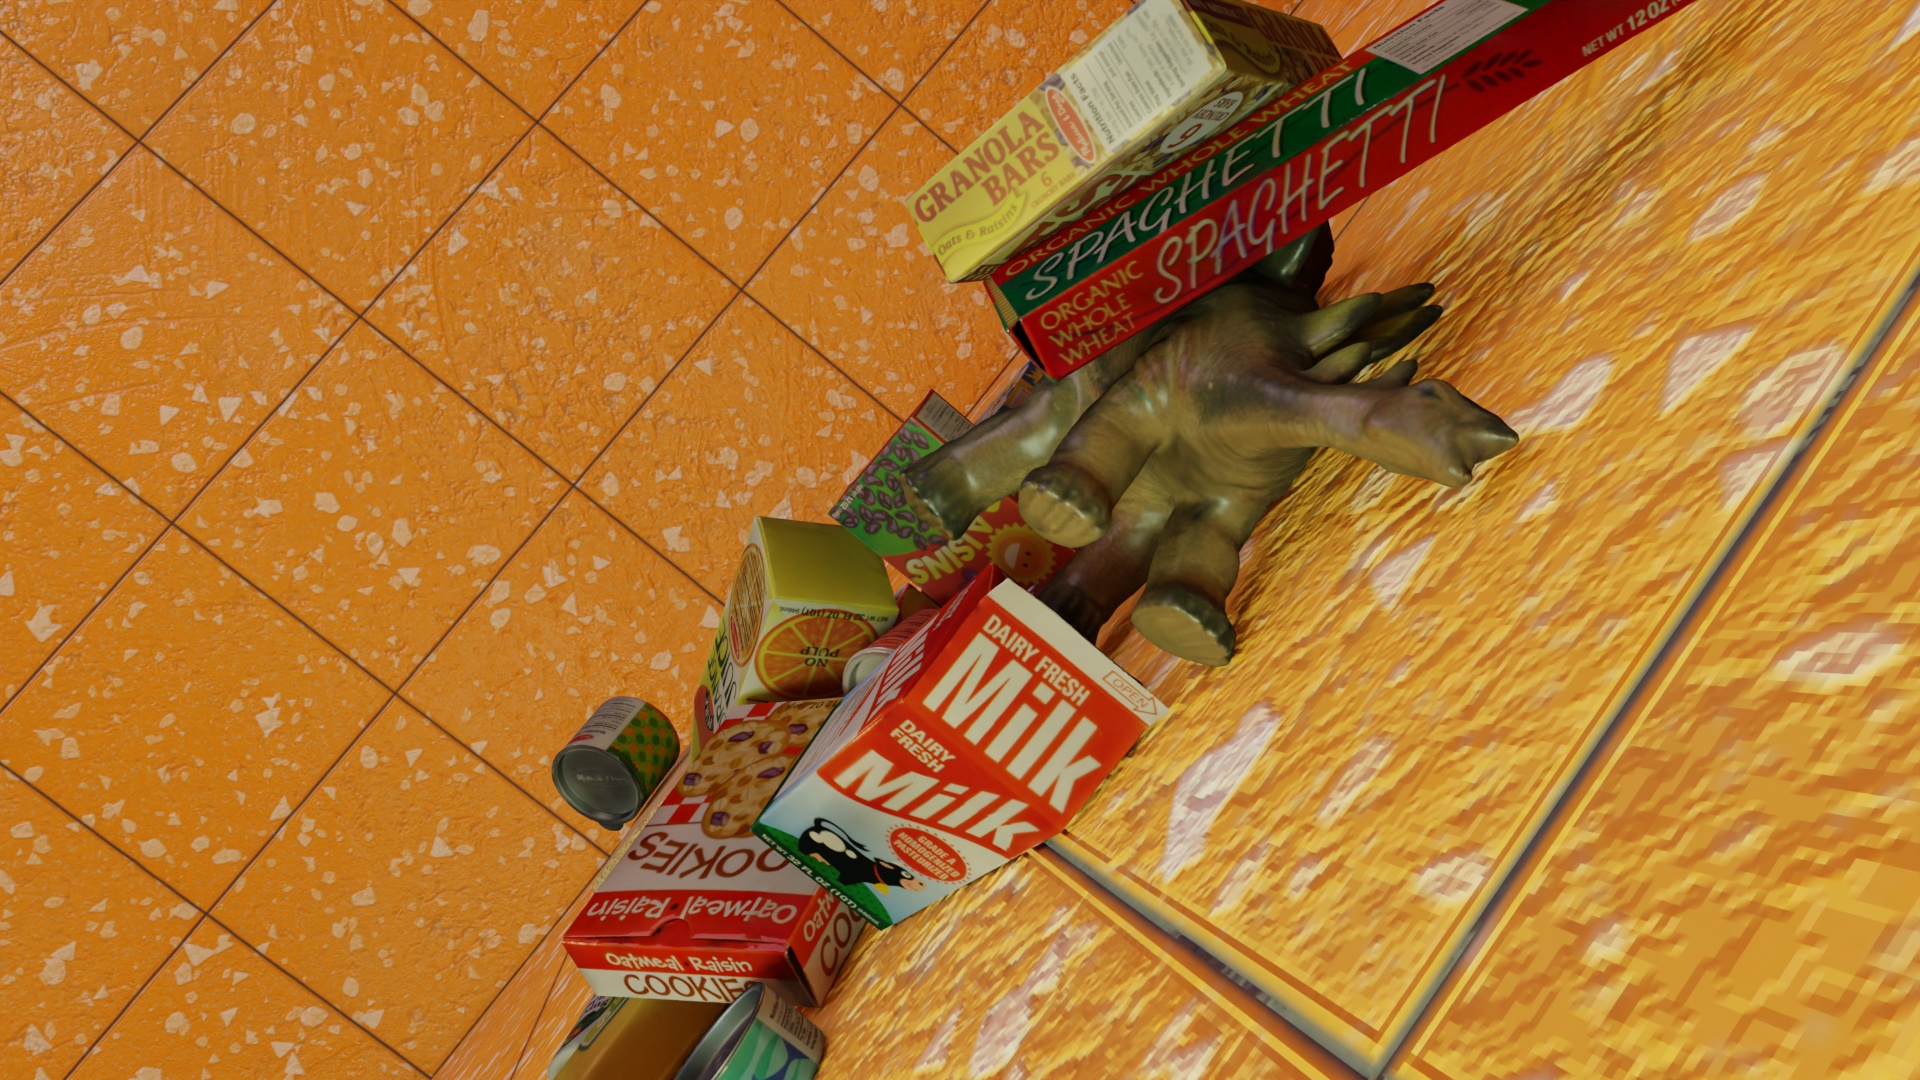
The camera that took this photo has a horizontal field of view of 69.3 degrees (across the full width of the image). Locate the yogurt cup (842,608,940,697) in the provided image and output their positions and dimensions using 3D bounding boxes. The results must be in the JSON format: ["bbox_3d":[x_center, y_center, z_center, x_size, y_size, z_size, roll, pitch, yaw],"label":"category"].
[{"bbox_3d":[-0.020,0.072,0.727,0.072,0.072,0.054,-46,0,43],"label":"yogurt cup"}]

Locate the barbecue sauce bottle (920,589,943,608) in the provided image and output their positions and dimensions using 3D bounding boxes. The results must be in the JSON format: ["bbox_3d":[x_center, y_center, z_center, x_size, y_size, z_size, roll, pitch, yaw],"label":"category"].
[{"bbox_3d":[0.008,0.022,0.903,0.148,0.044,0.065,-48,-9,32],"label":"barbecue sauce bottle"}]

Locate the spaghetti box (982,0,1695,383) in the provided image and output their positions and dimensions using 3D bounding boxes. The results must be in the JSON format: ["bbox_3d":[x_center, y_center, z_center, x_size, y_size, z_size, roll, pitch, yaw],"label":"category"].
[{"bbox_3d":[0.123,-0.134,0.463,0.250,0.028,0.050,-31,31,5],"label":"spaghetti box"}]

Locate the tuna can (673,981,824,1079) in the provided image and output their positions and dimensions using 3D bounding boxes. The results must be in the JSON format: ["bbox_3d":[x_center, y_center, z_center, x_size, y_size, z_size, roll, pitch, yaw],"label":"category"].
[{"bbox_3d":[-0.085,0.206,0.523,0.071,0.033,0.071,-50,6,7],"label":"tuna can"}]

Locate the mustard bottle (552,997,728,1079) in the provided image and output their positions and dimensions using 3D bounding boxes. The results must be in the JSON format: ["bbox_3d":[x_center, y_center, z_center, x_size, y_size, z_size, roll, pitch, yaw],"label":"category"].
[{"bbox_3d":[-0.175,0.271,0.722,0.160,0.049,0.065,-52,3,-11],"label":"mustard bottle"}]

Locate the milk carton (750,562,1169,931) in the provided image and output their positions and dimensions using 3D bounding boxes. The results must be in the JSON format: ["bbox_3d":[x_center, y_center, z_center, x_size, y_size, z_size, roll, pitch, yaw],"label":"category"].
[{"bbox_3d":[-0.001,0.075,0.517,0.189,0.072,0.074,-45,8,50],"label":"milk carton"}]

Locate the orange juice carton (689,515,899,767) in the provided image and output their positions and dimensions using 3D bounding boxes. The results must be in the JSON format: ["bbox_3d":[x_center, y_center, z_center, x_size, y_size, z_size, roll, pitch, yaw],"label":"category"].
[{"bbox_3d":[-0.104,0.083,0.802,0.073,0.072,0.191,-111,36,-48],"label":"orange juice carton"}]

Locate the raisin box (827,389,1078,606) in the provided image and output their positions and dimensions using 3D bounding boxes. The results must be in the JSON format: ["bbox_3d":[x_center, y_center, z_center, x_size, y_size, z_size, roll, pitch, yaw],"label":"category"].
[{"bbox_3d":[0.003,-0.010,0.758,0.085,0.123,0.040,-47,7,32],"label":"raisin box"}]

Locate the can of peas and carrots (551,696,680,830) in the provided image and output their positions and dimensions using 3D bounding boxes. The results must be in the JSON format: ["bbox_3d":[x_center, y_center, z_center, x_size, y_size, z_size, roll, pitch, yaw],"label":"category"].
[{"bbox_3d":[-0.230,0.150,0.938,0.070,0.071,0.059,-47,7,34],"label":"can of peas and carrots"}]

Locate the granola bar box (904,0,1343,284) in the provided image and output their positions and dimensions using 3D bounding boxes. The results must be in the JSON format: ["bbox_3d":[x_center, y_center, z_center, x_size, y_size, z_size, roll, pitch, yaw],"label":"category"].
[{"bbox_3d":[0.073,-0.150,0.532,0.124,0.039,0.166,-32,-5,33],"label":"granola bar box"}]

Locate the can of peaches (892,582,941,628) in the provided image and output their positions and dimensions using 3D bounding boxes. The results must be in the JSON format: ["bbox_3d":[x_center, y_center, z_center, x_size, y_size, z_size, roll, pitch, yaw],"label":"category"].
[{"bbox_3d":[-0.031,0.069,0.845,0.071,0.058,0.071,-50,5,6],"label":"can of peaches"}]

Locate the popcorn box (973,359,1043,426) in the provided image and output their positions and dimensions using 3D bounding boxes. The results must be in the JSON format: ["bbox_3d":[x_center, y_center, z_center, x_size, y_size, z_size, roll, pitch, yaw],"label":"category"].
[{"bbox_3d":[0.021,-0.062,0.956,0.126,0.038,0.085,-47,6,37],"label":"popcorn box"}]

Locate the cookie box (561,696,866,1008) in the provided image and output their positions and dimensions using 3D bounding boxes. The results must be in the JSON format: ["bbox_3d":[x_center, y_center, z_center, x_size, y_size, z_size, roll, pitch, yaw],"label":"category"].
[{"bbox_3d":[-0.089,0.138,0.650,0.123,0.040,0.168,-7,29,28],"label":"cookie box"}]

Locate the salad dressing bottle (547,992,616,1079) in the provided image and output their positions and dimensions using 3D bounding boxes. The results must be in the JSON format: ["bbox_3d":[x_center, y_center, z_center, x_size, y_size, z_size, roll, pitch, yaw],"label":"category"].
[{"bbox_3d":[-0.213,0.297,0.881,0.064,0.044,0.148,-48,6,14],"label":"salad dressing bottle"}]

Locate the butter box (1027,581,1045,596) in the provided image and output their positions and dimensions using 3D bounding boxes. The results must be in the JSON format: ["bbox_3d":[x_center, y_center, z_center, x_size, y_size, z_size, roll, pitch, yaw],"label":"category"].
[{"bbox_3d":[0.015,0.069,0.665,0.053,0.024,0.104,-46,7,42],"label":"butter box"}]
